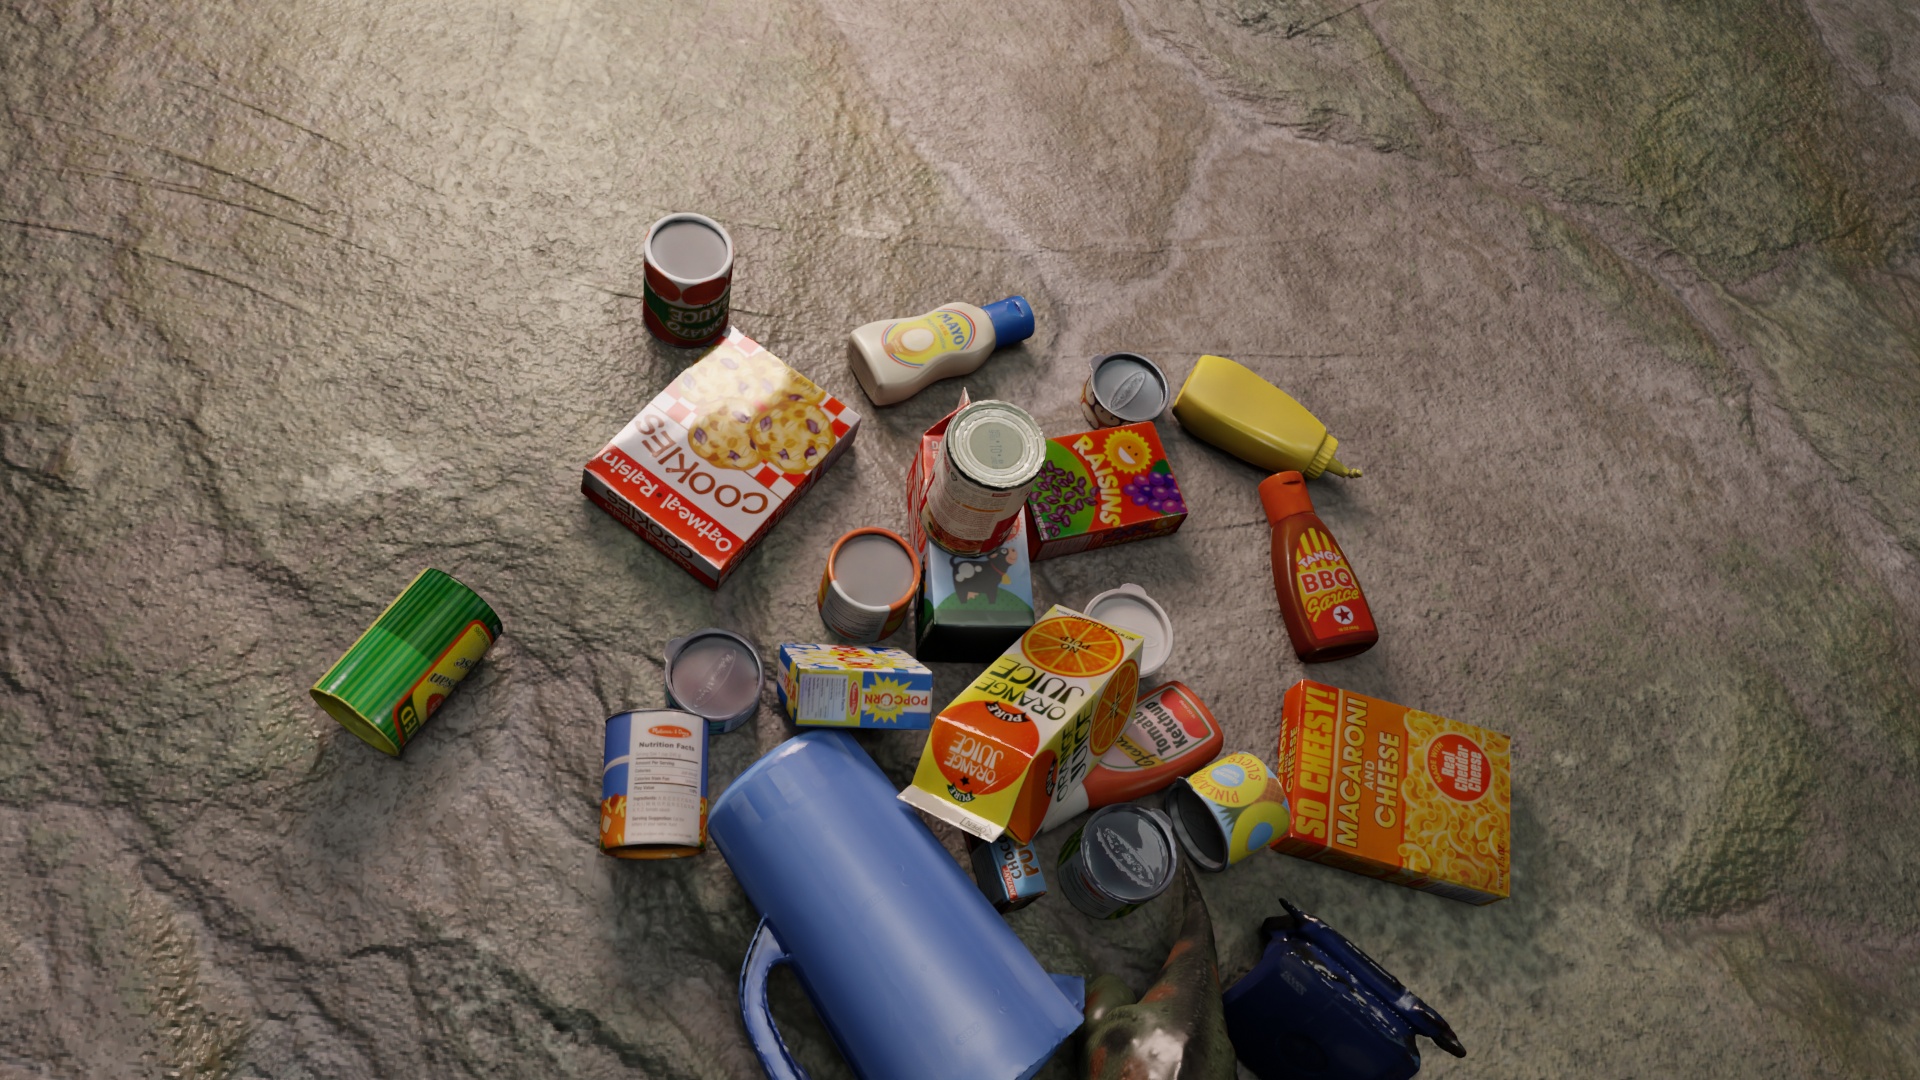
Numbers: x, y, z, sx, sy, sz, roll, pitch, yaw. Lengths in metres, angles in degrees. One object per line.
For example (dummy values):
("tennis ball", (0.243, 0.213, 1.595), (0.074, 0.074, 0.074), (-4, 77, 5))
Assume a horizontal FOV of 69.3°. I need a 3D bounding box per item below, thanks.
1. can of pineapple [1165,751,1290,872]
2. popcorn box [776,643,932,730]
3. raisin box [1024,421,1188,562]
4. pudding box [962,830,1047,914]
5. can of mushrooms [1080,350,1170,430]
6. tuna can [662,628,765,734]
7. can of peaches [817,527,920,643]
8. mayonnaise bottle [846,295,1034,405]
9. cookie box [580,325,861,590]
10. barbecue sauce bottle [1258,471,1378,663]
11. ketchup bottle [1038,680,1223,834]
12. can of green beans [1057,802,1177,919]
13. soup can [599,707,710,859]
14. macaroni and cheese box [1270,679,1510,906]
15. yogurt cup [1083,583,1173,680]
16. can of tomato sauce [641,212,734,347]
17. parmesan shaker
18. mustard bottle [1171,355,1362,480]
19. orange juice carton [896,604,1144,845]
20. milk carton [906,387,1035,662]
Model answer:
("can of pineapple", (0.184, 0.185, 0.957), (0.058, 0.070, 0.071), (-22, 71, -24))
("popcorn box", (-0.072, 0.094, 0.909), (0.085, 0.126, 0.038), (4, 92, -13))
("raisin box", (0.102, -0.038, 1.067), (0.124, 0.040, 0.086), (-11, 66, -17))
("pudding box", (0.025, 0.201, 0.921), (0.030, 0.049, 0.084), (-10, 67, -20))
("can of mushrooms", (0.130, -0.118, 1.118), (0.071, 0.033, 0.071), (5, 63, -11))
("tuna can", (-0.168, 0.094, 0.937), (0.071, 0.032, 0.071), (6, 63, -11))
("can of peaches", (-0.064, 0.029, 0.981), (0.071, 0.057, 0.071), (5, 63, -11))
("mayonnaise bottle", (-0.012, -0.157, 1.097), (0.148, 0.041, 0.065), (-22, 69, -22))
("cookie box", (-0.172, -0.062, 1.012), (0.123, 0.040, 0.168), (36, 60, 6))
("barbecue sauce bottle", (0.270, 0.019, 1.077), (0.065, 0.043, 0.149), (-7, 65, -16))
("ketchup bottle", (0.108, 0.155, 0.967), (0.149, 0.043, 0.065), (-25, 57, -23))
("can of green beans", (0.104, 0.215, 0.928), (0.071, 0.057, 0.071), (6, 63, -11))
("soup can", (-0.194, 0.156, 0.881), (0.071, 0.071, 0.084), (3, 68, -13))
("macaroni and cheese box", (0.312, 0.183, 1.006), (0.166, 0.040, 0.124), (16, 61, -6))
("yogurt cup", (0.113, 0.076, 1.003), (0.072, 0.053, 0.072), (6, 63, -11))
("can of tomato sauce", (-0.205, -0.194, 1.045), (0.071, 0.082, 0.071), (6, 63, -11))
("parmesan shaker", (-0.349, 0.075, 0.880), (0.071, 0.071, 0.103), (33, 61, 4))
("mustard bottle", (0.252, -0.088, 1.123), (0.160, 0.048, 0.065), (31, 61, 2))
("orange juice carton", (0.042, 0.125, 0.894), (0.072, 0.072, 0.194), (20, 36, 27))
("milk carton", (0.004, -0.013, 1.011), (0.073, 0.072, 0.191), (2, 63, -12))
